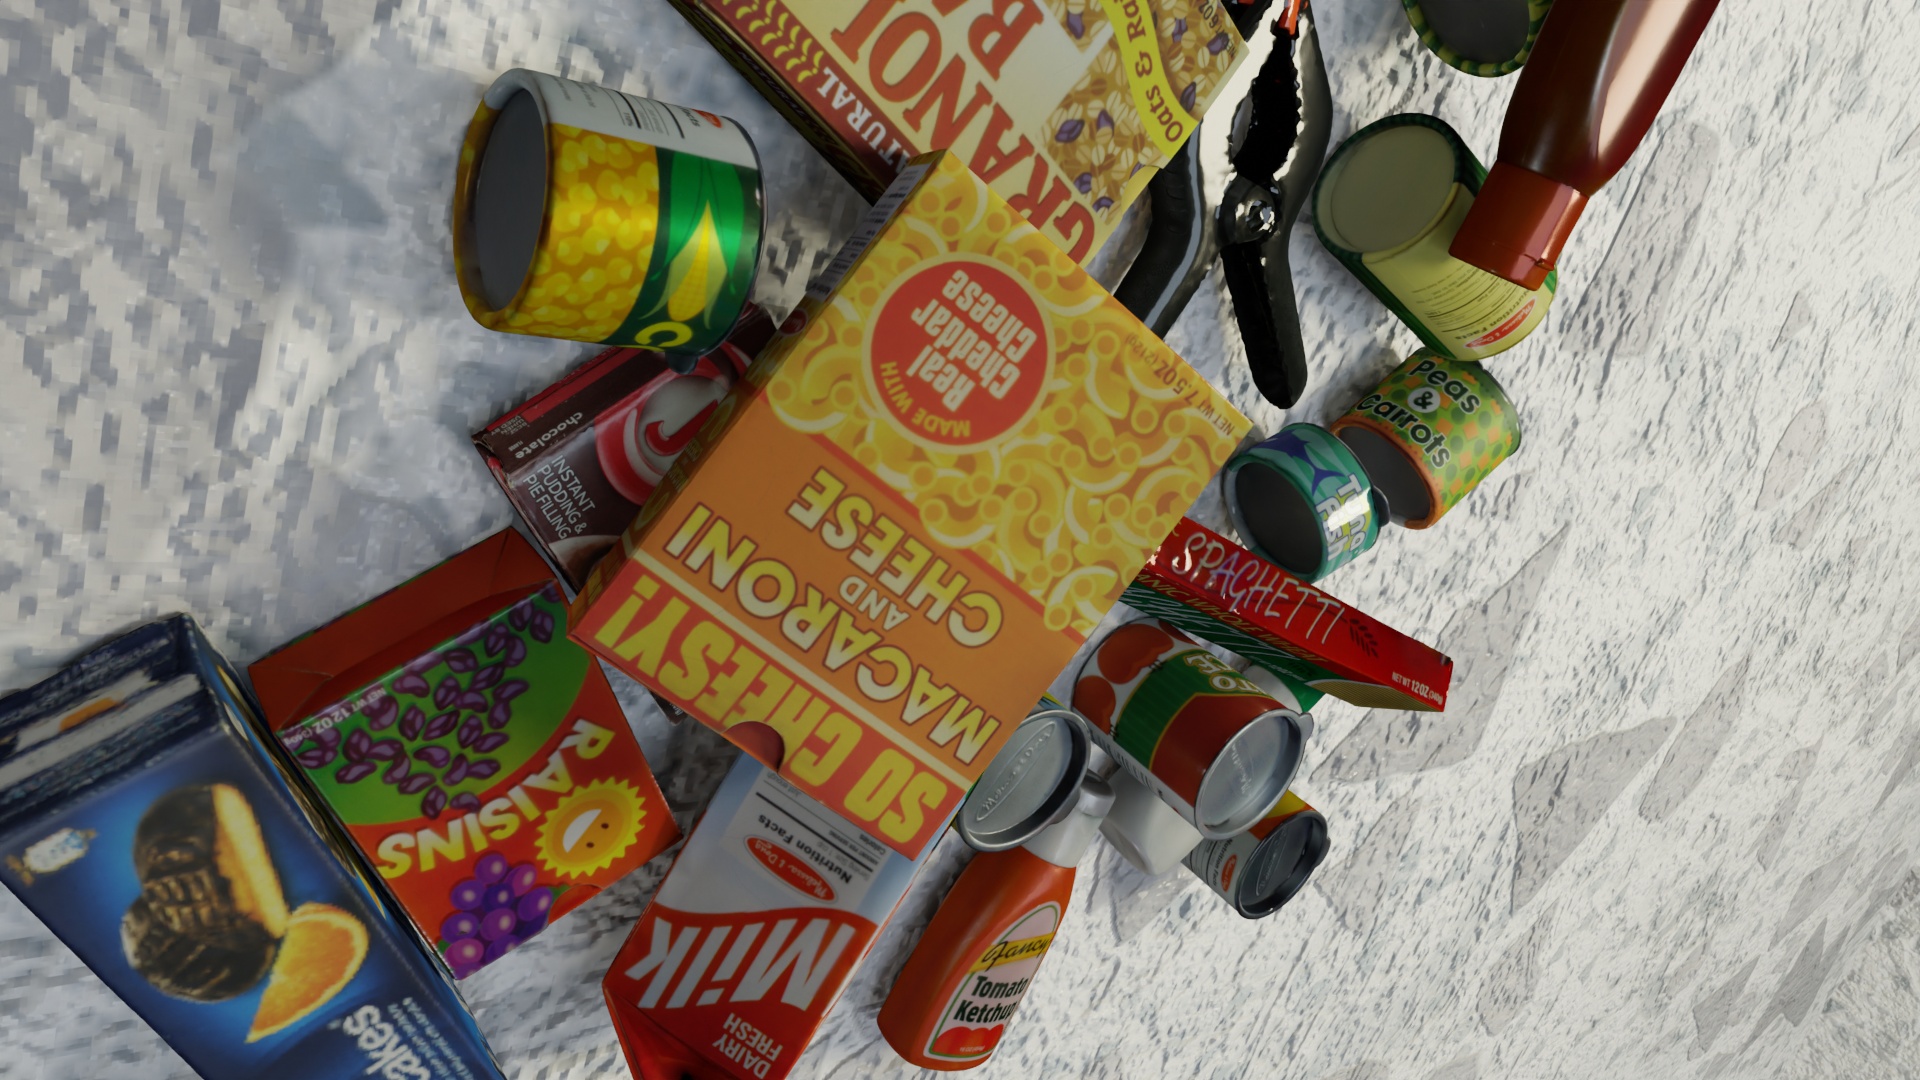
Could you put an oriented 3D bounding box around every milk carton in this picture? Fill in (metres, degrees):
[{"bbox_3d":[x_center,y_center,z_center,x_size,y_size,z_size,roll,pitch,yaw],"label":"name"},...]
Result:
[{"bbox_3d":[-0.060,0.122,0.495,0.190,0.073,0.072,-59,173,9],"label":"milk carton"}]

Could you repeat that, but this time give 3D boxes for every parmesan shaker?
[{"bbox_3d":[0.201,-0.127,0.582,0.103,0.071,0.071,25,99,-45],"label":"parmesan shaker"}]

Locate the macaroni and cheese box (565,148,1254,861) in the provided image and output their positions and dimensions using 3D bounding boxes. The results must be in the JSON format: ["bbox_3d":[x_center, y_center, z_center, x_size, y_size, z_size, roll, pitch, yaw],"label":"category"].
[{"bbox_3d":[-0.014,-0.008,0.404,0.123,0.040,0.166,38,89,-19],"label":"macaroni and cheese box"}]

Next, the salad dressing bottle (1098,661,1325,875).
[{"bbox_3d":[0.130,0.099,0.685,0.148,0.044,0.064,-41,135,-15],"label":"salad dressing bottle"}]

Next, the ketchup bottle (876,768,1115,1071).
[{"bbox_3d":[0.020,0.170,0.636,0.065,0.043,0.148,18,103,-45],"label":"ketchup bottle"}]

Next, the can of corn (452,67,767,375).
[{"bbox_3d":[-0.093,-0.081,0.363,0.058,0.071,0.071,2,115,-40],"label":"can of corn"}]

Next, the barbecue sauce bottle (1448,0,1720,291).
[{"bbox_3d":[0.228,-0.165,0.501,0.065,0.044,0.148,8,113,-42],"label":"barbecue sauce bottle"}]

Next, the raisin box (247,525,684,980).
[{"bbox_3d":[-0.147,0.069,0.433,0.086,0.040,0.122,-32,133,-22],"label":"raisin box"}]

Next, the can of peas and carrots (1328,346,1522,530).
[{"bbox_3d":[0.214,-0.048,0.643,0.059,0.071,0.070,-40,135,-13],"label":"can of peas and carrots"}]

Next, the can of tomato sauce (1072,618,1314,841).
[{"bbox_3d":[0.102,0.081,0.619,0.071,0.083,0.070,-21,128,-29],"label":"can of tomato sauce"}]

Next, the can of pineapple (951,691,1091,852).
[{"bbox_3d":[0.010,0.083,0.561,0.071,0.058,0.070,-21,128,-29],"label":"can of pineapple"}]

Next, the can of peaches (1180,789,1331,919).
[{"bbox_3d":[0.148,0.152,0.722,0.071,0.058,0.071,-21,128,-30],"label":"can of peaches"}]

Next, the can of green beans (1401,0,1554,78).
[{"bbox_3d":[0.212,-0.221,0.532,0.058,0.071,0.071,-40,135,-13],"label":"can of green beans"}]

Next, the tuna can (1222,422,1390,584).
[{"bbox_3d":[0.150,-0.015,0.608,0.033,0.071,0.070,-29,132,-21],"label":"tuna can"}]

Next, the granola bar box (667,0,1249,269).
[{"bbox_3d":[0.007,-0.157,0.419,0.124,0.039,0.165,-53,136,0],"label":"granola bar box"}]

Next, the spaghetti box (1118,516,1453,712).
[{"bbox_3d":[0.124,0.029,0.599,0.250,0.050,0.029,24,72,-37],"label":"spaghetti box"}]
